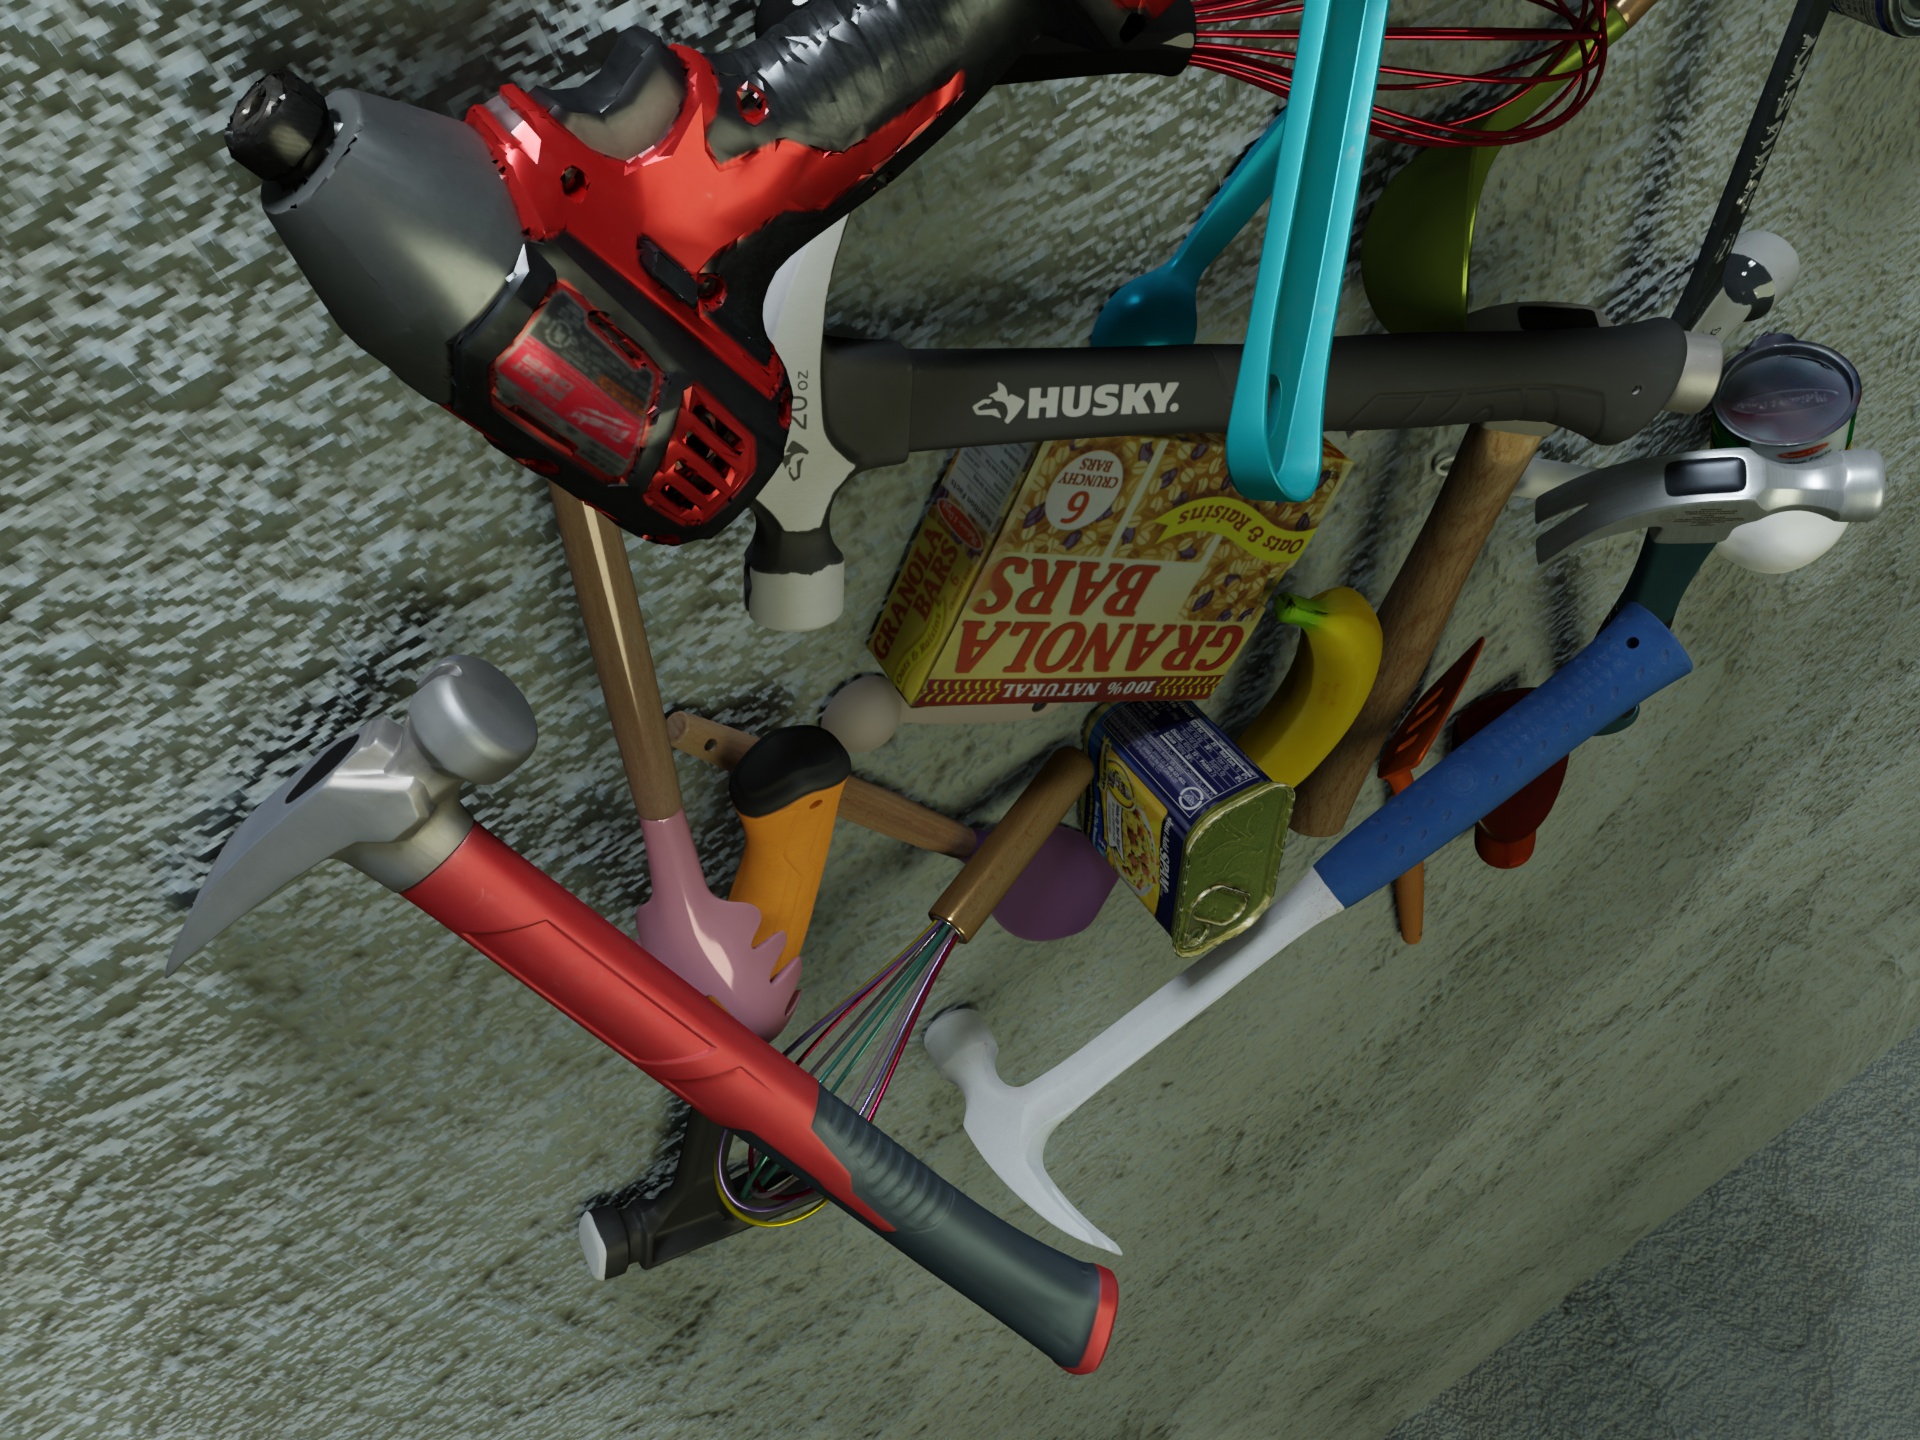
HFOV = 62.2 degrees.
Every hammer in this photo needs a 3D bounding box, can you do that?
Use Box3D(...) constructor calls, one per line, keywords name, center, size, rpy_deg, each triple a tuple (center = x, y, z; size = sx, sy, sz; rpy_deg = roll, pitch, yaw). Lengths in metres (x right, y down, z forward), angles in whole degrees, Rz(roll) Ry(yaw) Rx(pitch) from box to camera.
Box3D(name="hammer", center=(-0.087, 0.128, 0.678), size=(0.127, 0.034, 0.336), rpy_deg=(-13, 140, -30))
Box3D(name="hammer", center=(0.346, -0.052, 0.804), size=(0.128, 0.033, 0.330), rpy_deg=(1, 163, 14))
Box3D(name="hammer", center=(-0.081, 0.142, 0.566), size=(0.143, 0.038, 0.386), rpy_deg=(-36, 120, 17))
Box3D(name="hammer", center=(0.206, -0.050, 0.728), size=(0.130, 0.031, 0.331), rpy_deg=(8, 141, -3))
Box3D(name="hammer", center=(0.093, -0.113, 0.515), size=(0.334, 0.035, 0.146), rpy_deg=(-6, 120, -18))
Box3D(name="hammer", center=(0.170, 0.091, 0.755), size=(0.405, 0.144, 0.035), rpy_deg=(-39, 143, 8))
Box3D(name="hammer", center=(0.302, -0.272, 0.552), size=(0.149, 0.036, 0.408), rpy_deg=(-40, 151, -21))

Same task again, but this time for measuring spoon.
Box3D(name="measuring spoon", center=(0.095, -0.167, 0.550), size=(0.042, 0.021, 0.128), rpy_deg=(17, 118, -49))
Box3D(name="measuring spoon", center=(-0.001, -0.002, 0.645), size=(0.124, 0.018, 0.034), rpy_deg=(-4, 131, -39))

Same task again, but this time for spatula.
Box3D(name="spatula", center=(0.269, 0.063, 0.926), size=(0.081, 0.041, 0.322), rpy_deg=(-56, 150, -20))
Box3D(name="spatula", center=(-0.014, 0.049, 0.686), size=(0.315, 0.018, 0.060), rpy_deg=(28, 94, -51))

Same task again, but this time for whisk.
Box3D(name="whisk", center=(0.080, -0.205, 0.473), size=(0.295, 0.073, 0.073), rpy_deg=(-11, 135, -23))
Box3D(name="whisk", center=(-0.016, 0.107, 0.669), size=(0.245, 0.047, 0.051), rpy_deg=(-51, 155, -22))

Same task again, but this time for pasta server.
Box3D(name="pasta server", center=(-0.102, 0.002, 0.518), size=(0.060, 0.040, 0.316), rpy_deg=(-3, 124, 5))

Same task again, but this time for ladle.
Box3D(name="ladle", center=(0.260, -0.264, 0.566), size=(0.320, 0.062, 0.078), rpy_deg=(-48, 163, 6))

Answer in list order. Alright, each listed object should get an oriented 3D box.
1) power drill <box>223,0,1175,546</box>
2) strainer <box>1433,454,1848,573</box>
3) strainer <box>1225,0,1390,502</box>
Box3D(name="power drill", center=(-0.048, -0.153, 0.358), size=(0.219, 0.079, 0.143), rpy_deg=(-47, 139, 7))
Box3D(name="strainer", center=(0.338, -0.103, 0.761), size=(0.258, 0.050, 0.087), rpy_deg=(5, 159, -17))
Box3D(name="strainer", center=(0.126, -0.213, 0.339), size=(0.210, 0.095, 0.340), rpy_deg=(10, 91, -49))
